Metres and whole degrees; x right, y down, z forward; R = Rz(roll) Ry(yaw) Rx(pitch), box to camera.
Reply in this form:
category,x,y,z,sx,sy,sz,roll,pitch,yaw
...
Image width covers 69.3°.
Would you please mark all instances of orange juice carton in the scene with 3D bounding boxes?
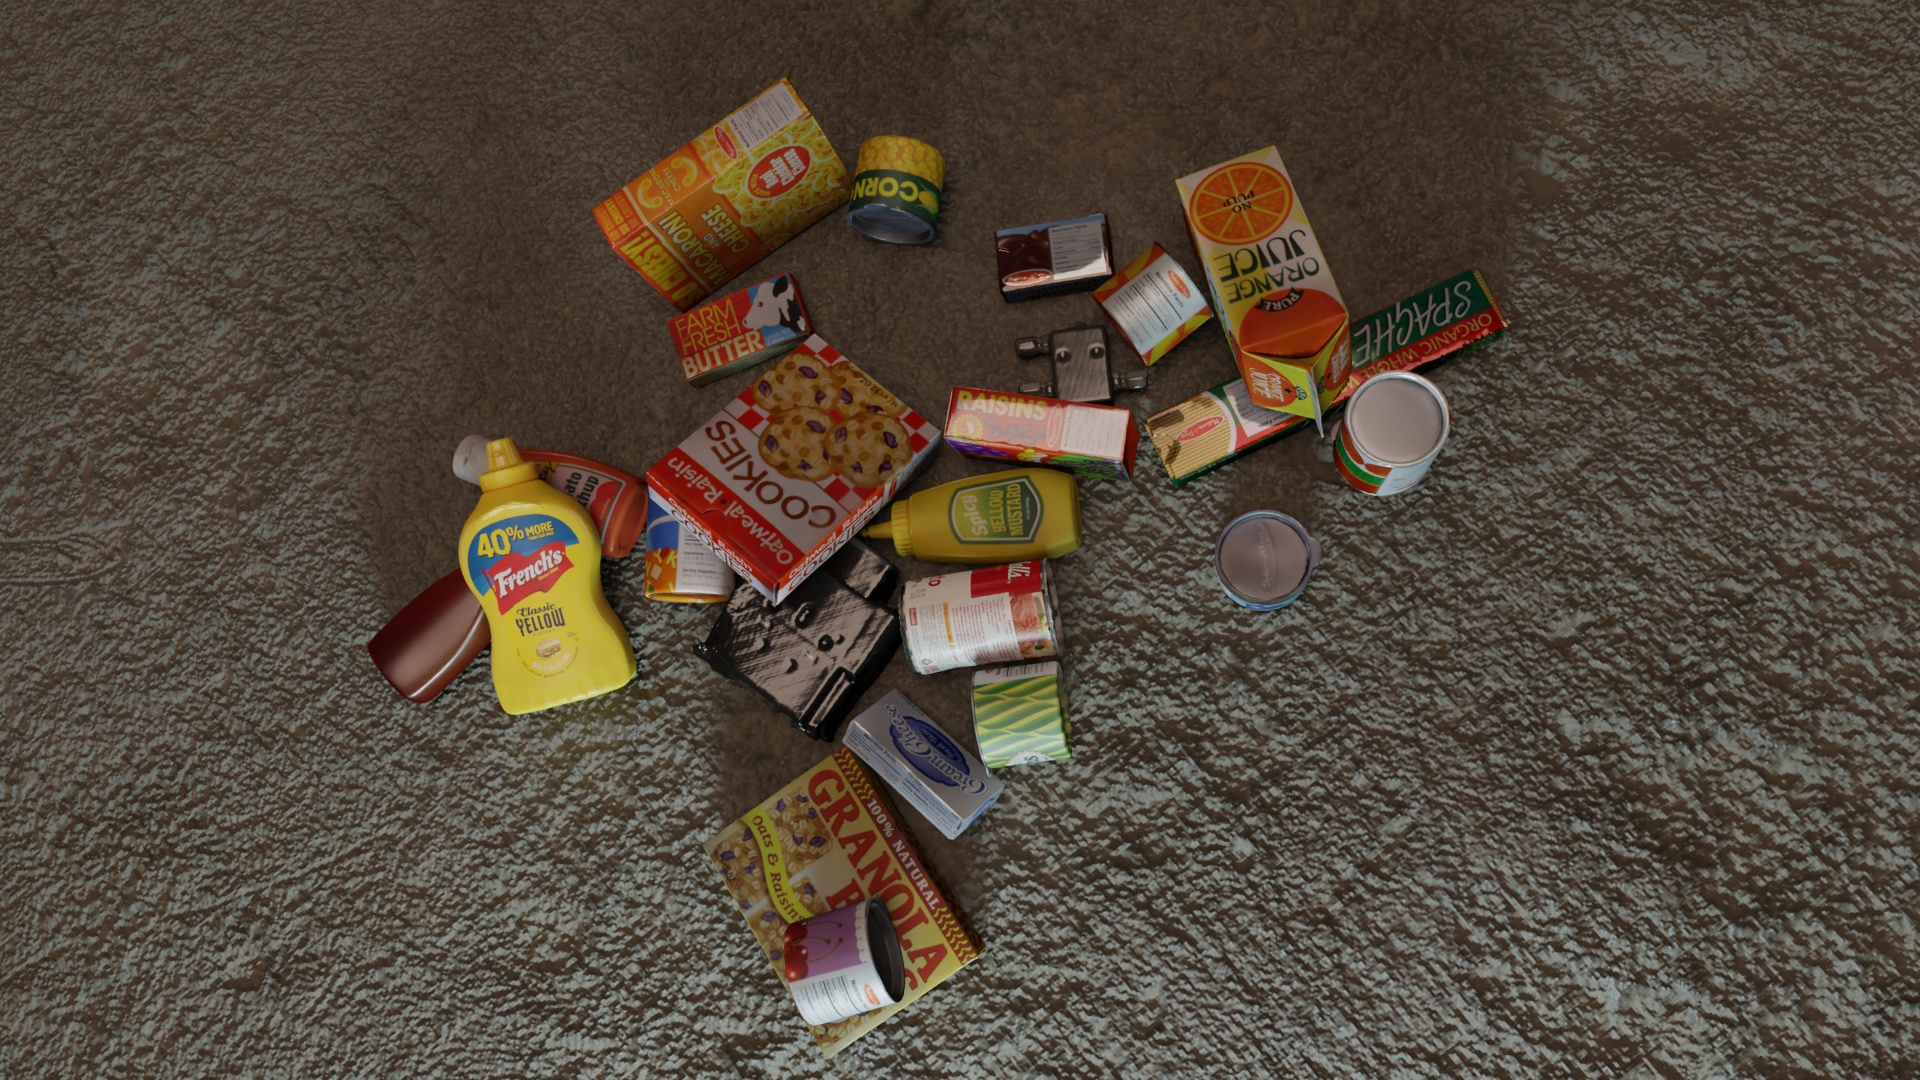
category,x,y,z,sx,sy,sz,roll,pitch,yaw
orange juice carton,0.210,-0.163,0.933,0.073,0.071,0.193,-18,61,9

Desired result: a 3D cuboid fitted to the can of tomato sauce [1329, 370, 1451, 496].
category,x,y,z,sx,sy,sz,roll,pitch,yaw
can of tomato sauce,0.282,-0.071,0.919,0.071,0.083,0.071,-2,79,10

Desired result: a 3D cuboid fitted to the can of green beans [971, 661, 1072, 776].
category,x,y,z,sx,sy,sz,roll,pitch,yaw
can of green beans,0.042,0.117,0.933,0.058,0.071,0.071,-9,78,8

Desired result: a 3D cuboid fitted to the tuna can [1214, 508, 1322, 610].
category,x,y,z,sx,sy,sz,roll,pitch,yaw
tuna can,0.208,0.013,0.941,0.071,0.033,0.071,-2,79,10

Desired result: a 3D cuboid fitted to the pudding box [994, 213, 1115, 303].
category,x,y,z,sx,sy,sz,roll,pitch,yaw
pudding box,0.069,-0.206,1.012,0.084,0.030,0.050,-8,79,9

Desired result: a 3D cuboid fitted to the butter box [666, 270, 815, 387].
category,x,y,z,sx,sy,sz,roll,pitch,yaw
butter box,-0.165,-0.158,1.047,0.103,0.024,0.053,-21,77,6

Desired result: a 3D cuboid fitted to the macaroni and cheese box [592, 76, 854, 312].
category,x,y,z,sx,sy,sz,roll,pitch,yaw
macaroni and cheese box,-0.168,-0.248,1.015,0.166,0.123,0.040,-33,73,3

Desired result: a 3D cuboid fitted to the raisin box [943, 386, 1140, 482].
category,x,y,z,sx,sy,sz,roll,pitch,yaw
raisin box,0.058,-0.072,0.958,0.123,0.086,0.040,9,86,12

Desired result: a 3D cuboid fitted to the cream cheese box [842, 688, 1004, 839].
category,x,y,z,sx,sy,sz,roll,pitch,yaw
cream cheese box,-0.025,0.151,0.945,0.104,0.053,0.024,40,128,15

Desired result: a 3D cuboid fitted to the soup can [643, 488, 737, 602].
category,x,y,z,sx,sy,sz,roll,pitch,yaw
soup can,-0.194,0.000,1.001,0.071,0.071,0.084,-1,80,10

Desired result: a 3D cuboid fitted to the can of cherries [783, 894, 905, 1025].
category,x,y,z,sx,sy,sz,roll,pitch,yaw
can of cherries,-0.074,0.266,0.885,0.058,0.071,0.071,-19,76,8

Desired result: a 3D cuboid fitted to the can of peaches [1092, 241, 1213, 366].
category,x,y,z,sx,sy,sz,roll,pitch,yaw
can of peaches,0.134,-0.165,0.973,0.058,0.071,0.071,-39,75,7

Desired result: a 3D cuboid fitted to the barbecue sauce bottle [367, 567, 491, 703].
category,x,y,z,sx,sy,sz,roll,pitch,yaw
barbecue sauce bottle,-0.366,0.049,1.033,0.148,0.043,0.065,-44,72,-1

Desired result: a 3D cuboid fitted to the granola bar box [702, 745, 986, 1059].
category,x,y,z,sx,sy,sz,roll,pitch,yaw
granola bar box,-0.079,0.242,0.944,0.124,0.039,0.166,-35,75,3

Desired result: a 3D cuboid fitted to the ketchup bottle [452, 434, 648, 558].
category,x,y,z,sx,sy,sz,roll,pitch,yaw
ketchup bottle,-0.307,-0.039,1.040,0.149,0.043,0.065,20,86,14

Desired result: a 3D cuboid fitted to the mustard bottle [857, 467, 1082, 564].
category,x,y,z,sx,sy,sz,roll,pitch,yaw
mustard bottle,0.003,-0.012,0.975,0.160,0.048,0.065,-7,77,9

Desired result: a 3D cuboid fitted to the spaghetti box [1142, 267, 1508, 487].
category,x,y,z,sx,sy,sz,roll,pitch,yaw
spaghetti box,0.251,-0.111,0.961,0.250,0.028,0.050,-25,76,5

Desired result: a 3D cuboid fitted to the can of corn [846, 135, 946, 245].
category,x,y,z,sx,sy,sz,roll,pitch,yaw
can of corn,-0.047,-0.258,1.022,0.071,0.071,0.058,7,80,12

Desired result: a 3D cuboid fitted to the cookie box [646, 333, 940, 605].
category,x,y,z,sx,sy,sz,roll,pitch,yaw
cookie box,-0.114,-0.053,0.965,0.123,0.040,0.168,39,62,13
